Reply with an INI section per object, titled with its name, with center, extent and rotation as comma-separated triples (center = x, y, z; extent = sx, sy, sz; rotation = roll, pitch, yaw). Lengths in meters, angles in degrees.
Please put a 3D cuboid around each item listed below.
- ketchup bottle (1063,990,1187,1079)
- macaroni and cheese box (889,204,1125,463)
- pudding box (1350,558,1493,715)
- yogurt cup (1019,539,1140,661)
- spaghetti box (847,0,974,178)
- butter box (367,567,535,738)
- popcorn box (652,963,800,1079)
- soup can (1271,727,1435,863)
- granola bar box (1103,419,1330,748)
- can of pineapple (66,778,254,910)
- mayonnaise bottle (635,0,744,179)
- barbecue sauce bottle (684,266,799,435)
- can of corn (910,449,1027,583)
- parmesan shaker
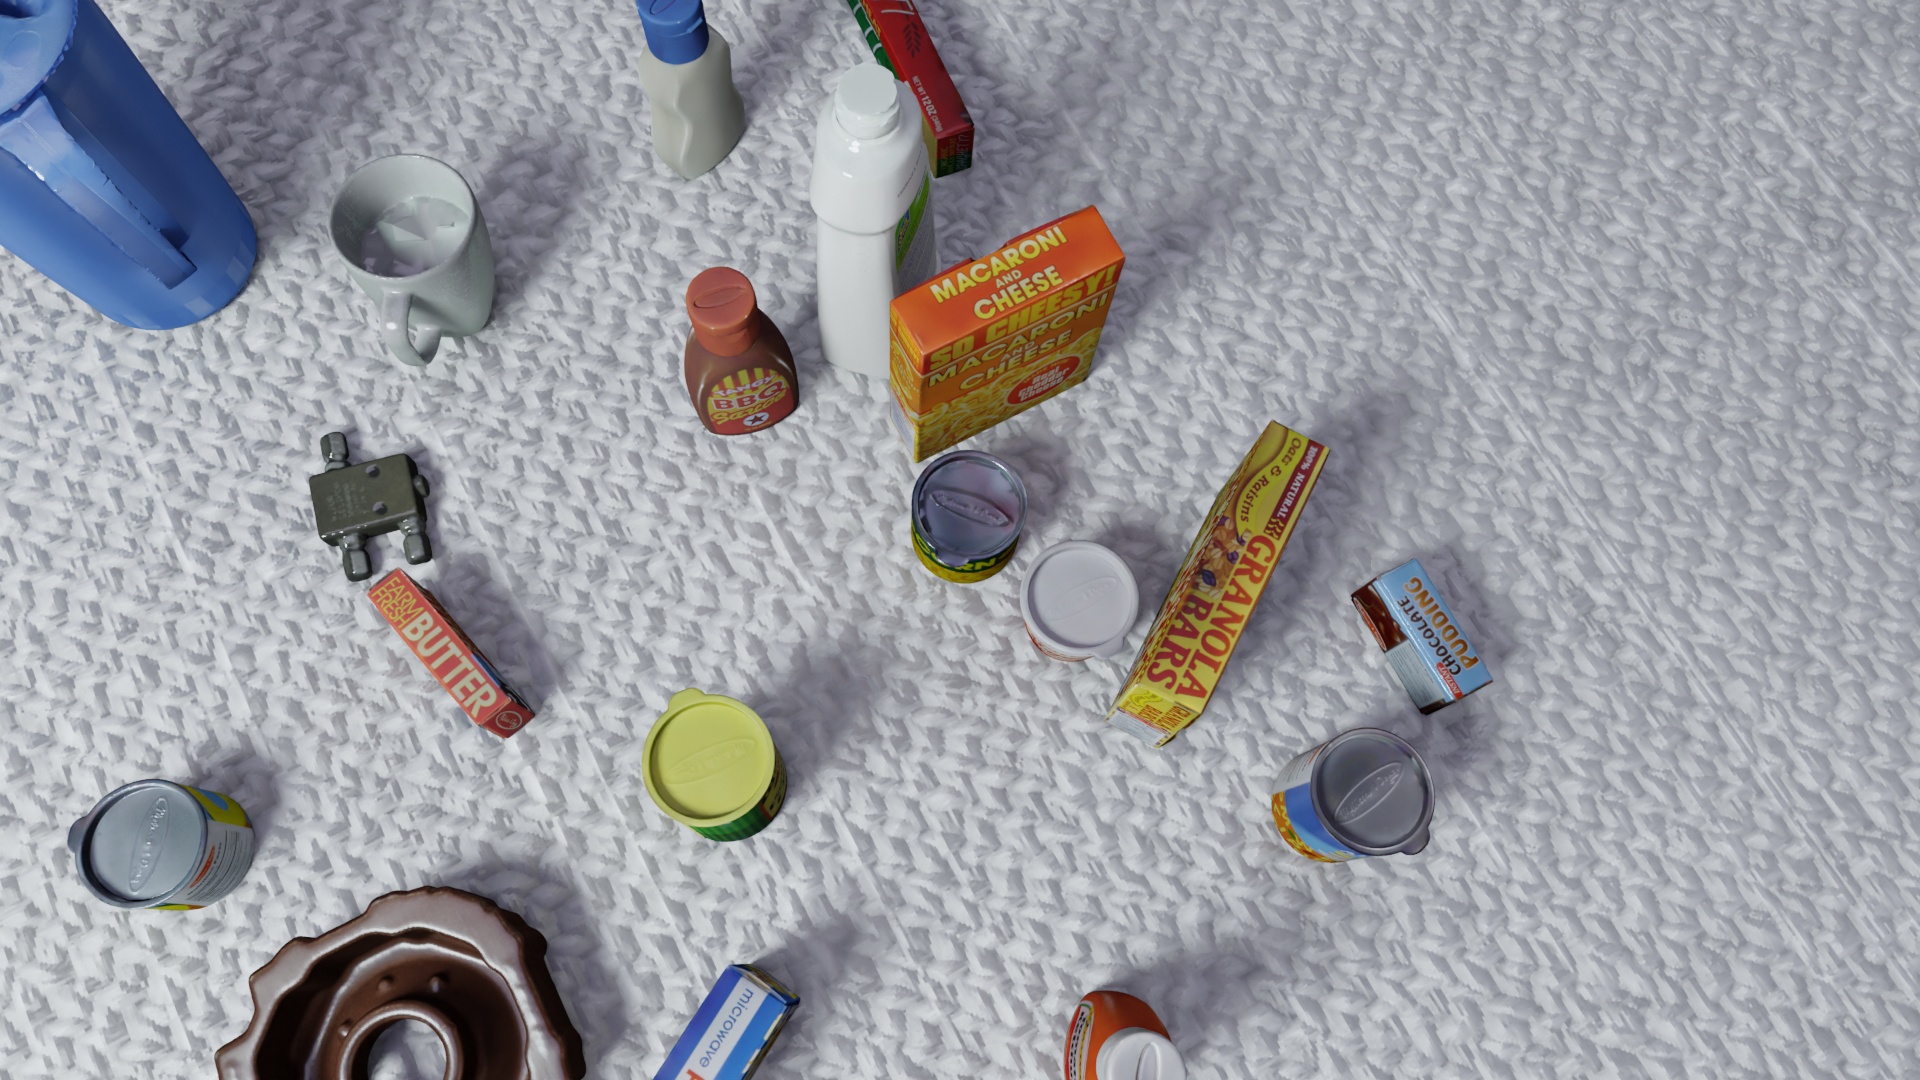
[ketchup bottle]
center = 0.081, 0.258, 0.688
extent = 0.043, 0.148, 0.065
rotation = 10, 73, 0
[macaroni and cheese box]
center = 0.020, -0.112, 0.790
extent = 0.124, 0.166, 0.040
rotation = -27, 77, -10
[pudding box]
center = 0.268, 0.056, 0.811
extent = 0.030, 0.049, 0.084
rotation = -27, 76, -10
[yogurt cup]
center = 0.066, 0.039, 0.805
extent = 0.072, 0.053, 0.072
rotation = 1, 73, -2
[spaghetti box]
center = -0.053, -0.357, 0.922
extent = 0.029, 0.050, 0.250
rotation = -22, 75, -9
[butter box]
center = -0.286, 0.064, 0.780
extent = 0.024, 0.053, 0.103
rotation = -42, 79, -13
[popcorn box]
center = -0.133, 0.279, 0.705
extent = 0.038, 0.085, 0.127
rotation = 32, 74, 7
[soup can]
center = 0.215, 0.144, 0.764
extent = 0.071, 0.083, 0.071
rotation = 1, 73, -2
[granola bar box]
center = 0.141, 0.029, 0.775
extent = 0.039, 0.124, 0.166
rotation = 28, 74, 6
[can of pineapple]
center = -0.424, 0.162, 0.741
extent = 0.071, 0.057, 0.071
rotation = 1, 73, -2
[mayonnaise bottle]
center = -0.166, -0.282, 0.843
extent = 0.041, 0.147, 0.065
rotation = 36, 75, 8
[barbecue sauce bottle]
center = -0.128, -0.106, 0.790
extent = 0.065, 0.148, 0.044
rotation = -18, 75, -8
[can of corn]
center = 0.003, -0.010, 0.814
extent = 0.071, 0.058, 0.071
rotation = 1, 73, -2
[parmesan shaker]
center = -0.129, 0.122, 0.744
extent = 0.071, 0.102, 0.071
rotation = 1, 73, -2
